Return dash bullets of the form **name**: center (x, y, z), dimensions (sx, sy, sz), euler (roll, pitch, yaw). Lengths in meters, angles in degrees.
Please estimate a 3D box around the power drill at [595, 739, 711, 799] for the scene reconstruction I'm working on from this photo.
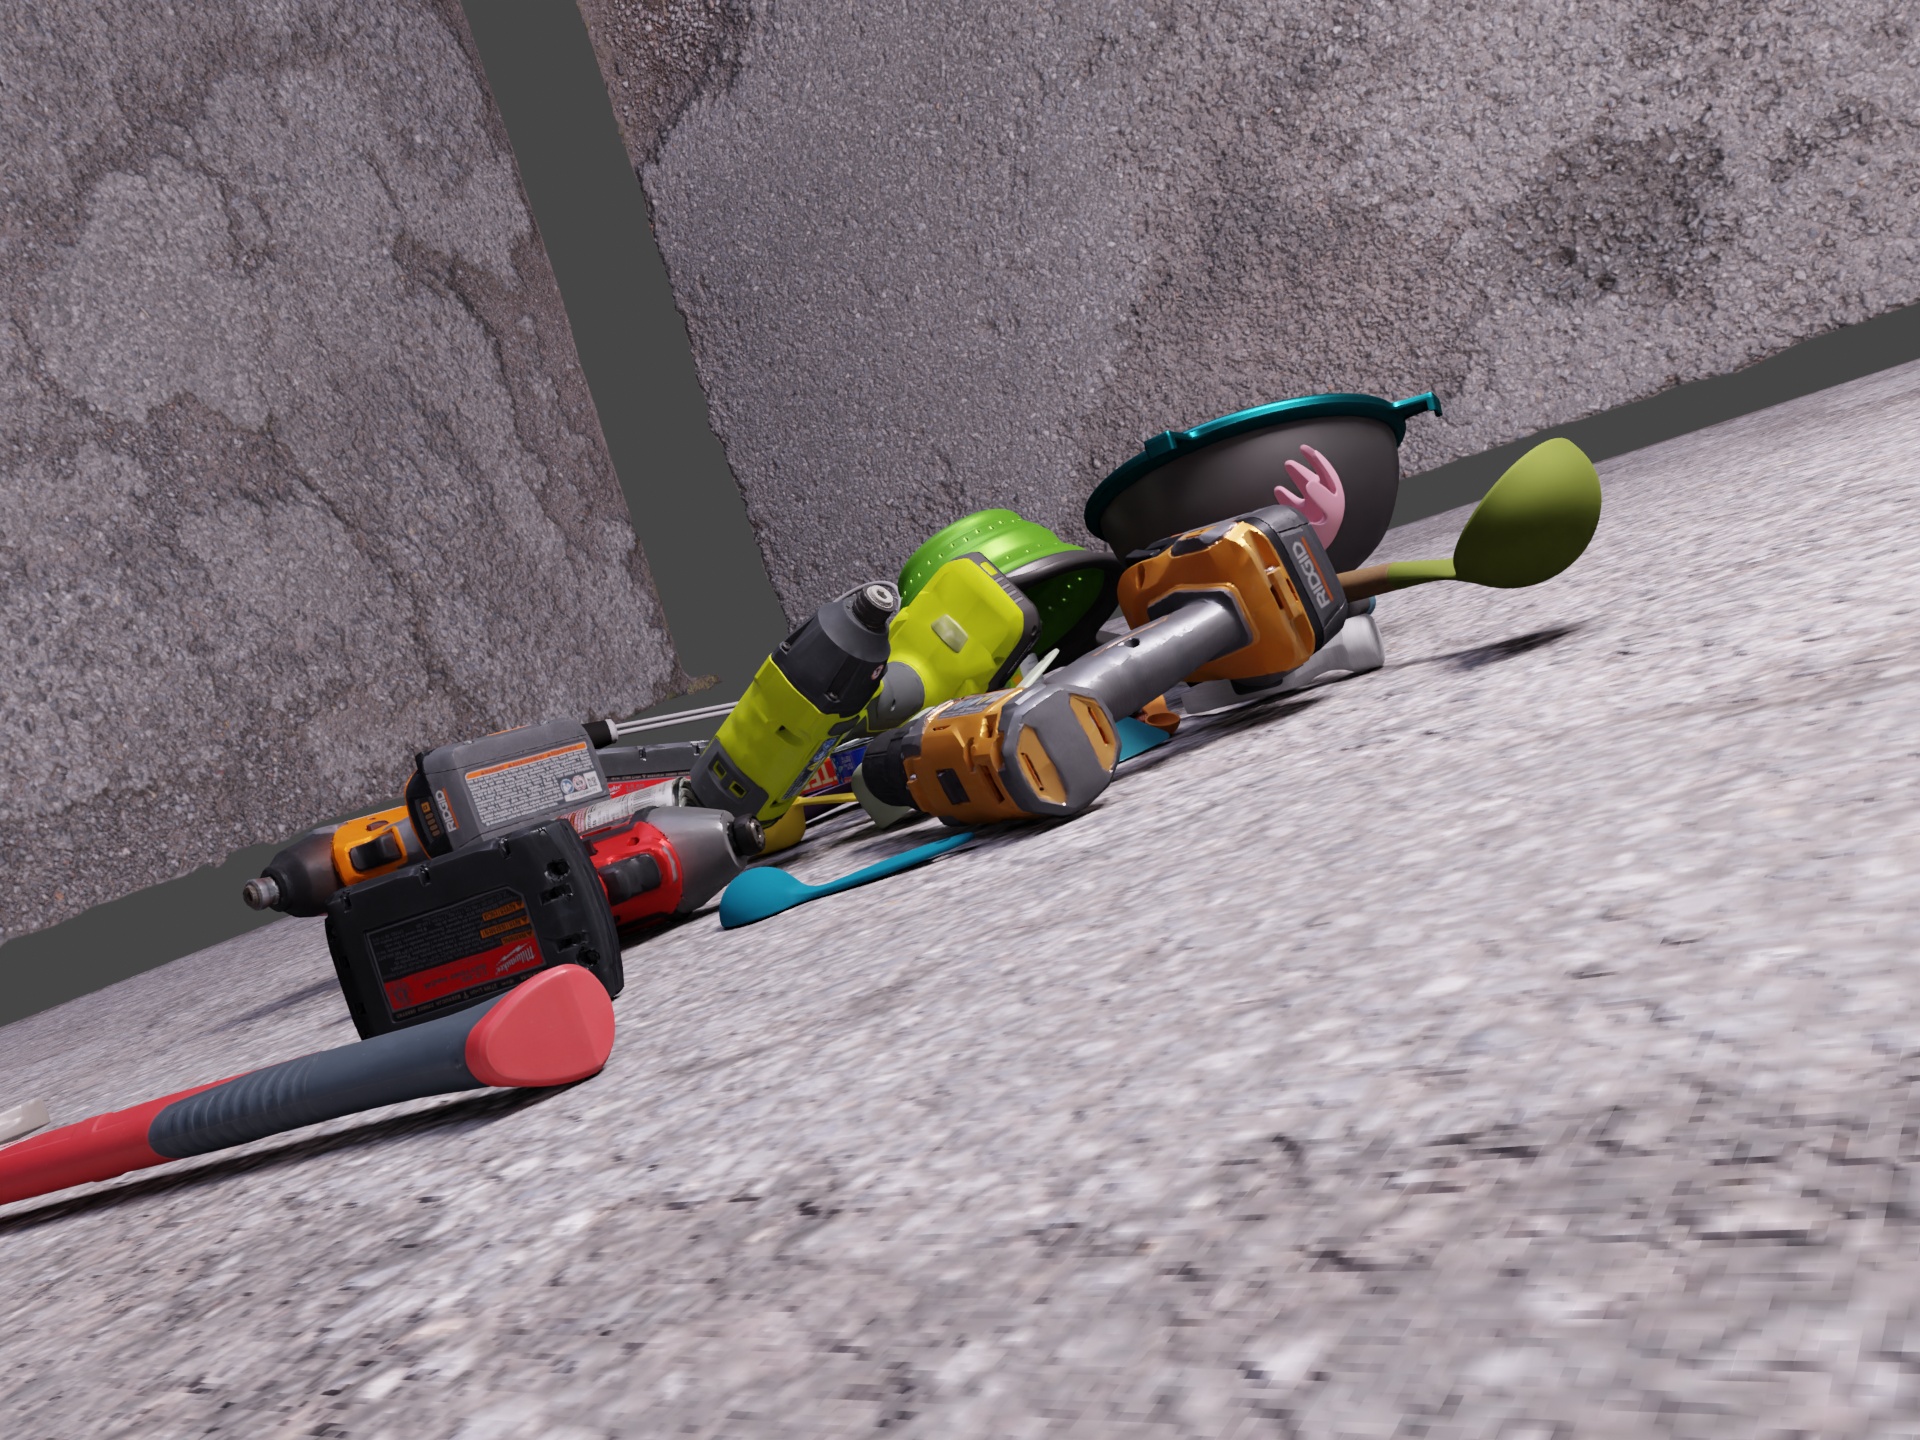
- **power drill**: center (-0.262, 0.062, 1.199), dimensions (0.188, 0.080, 0.227), euler (-4, -1, -11)

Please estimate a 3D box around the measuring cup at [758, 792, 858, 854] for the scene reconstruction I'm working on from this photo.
- **measuring cup**: center (-0.077, 0.061, 0.989), dimensions (0.156, 0.029, 0.062), euler (-7, 7, 10)

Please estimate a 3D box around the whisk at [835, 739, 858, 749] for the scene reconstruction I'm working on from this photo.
- **whisk**: center (-0.078, 0.021, 1.434), dimensions (0.246, 0.058, 0.059), euler (-22, -31, -1)

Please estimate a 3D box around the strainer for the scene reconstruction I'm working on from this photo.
- **strainer**: center (0.179, -0.101, 1.075), dimensions (0.211, 0.095, 0.340), euler (-11, -15, -14)

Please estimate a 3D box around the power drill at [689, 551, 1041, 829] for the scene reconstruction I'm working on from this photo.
- **power drill**: center (-0.047, -0.028, 0.960), dimensions (0.171, 0.080, 0.223), euler (-51, -13, 30)

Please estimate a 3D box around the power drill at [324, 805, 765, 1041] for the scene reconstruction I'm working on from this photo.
- **power drill**: center (-0.180, 0.084, 0.743), dimensions (0.143, 0.078, 0.219), euler (-18, 1, 9)

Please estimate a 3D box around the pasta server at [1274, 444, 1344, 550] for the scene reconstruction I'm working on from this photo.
- **pasta server**: center (0.134, -0.063, 0.951), dimensions (0.316, 0.040, 0.060), euler (-43, 24, 57)

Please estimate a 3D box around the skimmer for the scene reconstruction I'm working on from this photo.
- **skimmer**: center (-0.212, -0.031, 1.220), dimensions (0.363, 0.090, 0.127), euler (-13, 25, -22)

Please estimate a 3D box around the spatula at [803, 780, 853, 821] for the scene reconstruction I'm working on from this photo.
- **spatula**: center (-0.187, 0.093, 1.030), dimensions (0.316, 0.018, 0.059), euler (-22, -14, -31)

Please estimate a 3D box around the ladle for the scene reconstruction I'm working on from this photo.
- **ladle**: center (0.213, -0.085, 0.856), dimensions (0.078, 0.062, 0.320), euler (-30, 8, -23)

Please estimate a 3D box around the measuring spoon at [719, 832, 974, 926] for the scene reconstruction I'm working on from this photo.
- **measuring spoon**: center (-0.055, 0.066, 0.735), dimensions (0.128, 0.021, 0.042), euler (-20, 3, 13)

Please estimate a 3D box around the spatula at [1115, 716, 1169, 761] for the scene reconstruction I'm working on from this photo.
- **spatula**: center (0.025, 0.023, 0.987), dimensions (0.082, 0.044, 0.317), euler (-21, -1, -19)

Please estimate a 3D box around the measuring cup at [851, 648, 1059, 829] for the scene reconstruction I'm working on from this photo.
- **measuring cup**: center (-0.001, -0.003, 0.937), dimensions (0.167, 0.038, 0.083), euler (-45, 5, -31)

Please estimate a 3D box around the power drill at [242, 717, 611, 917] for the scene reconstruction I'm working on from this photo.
- **power drill**: center (-0.356, 0.075, 1.048), dimensions (0.226, 0.084, 0.164), euler (-22, -2, 38)

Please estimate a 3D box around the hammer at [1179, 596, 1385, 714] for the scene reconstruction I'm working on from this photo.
- **hammer**: center (0.225, -0.055, 1.021), dimensions (0.128, 0.033, 0.331), euler (-17, 4, 24)

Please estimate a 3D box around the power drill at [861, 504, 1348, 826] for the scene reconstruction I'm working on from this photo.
- **power drill**: center (0.063, -0.019, 0.811), dimensions (0.226, 0.084, 0.185), euler (-33, 11, -27)

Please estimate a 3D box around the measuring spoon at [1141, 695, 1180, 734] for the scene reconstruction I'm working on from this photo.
- **measuring spoon**: center (0.107, -0.013, 0.927), dimensions (0.021, 0.011, 0.117), euler (-8, 20, -4)

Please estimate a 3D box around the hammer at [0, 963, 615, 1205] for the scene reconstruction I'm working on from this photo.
- **hammer**: center (-0.285, 0.148, 0.599), dimensions (0.386, 0.038, 0.143), euler (-18, 2, 22)

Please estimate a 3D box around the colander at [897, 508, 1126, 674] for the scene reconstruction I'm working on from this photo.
- **colander**: center (0.059, -0.091, 1.279), dimensions (0.204, 0.095, 0.397), euler (-39, -19, 22)
